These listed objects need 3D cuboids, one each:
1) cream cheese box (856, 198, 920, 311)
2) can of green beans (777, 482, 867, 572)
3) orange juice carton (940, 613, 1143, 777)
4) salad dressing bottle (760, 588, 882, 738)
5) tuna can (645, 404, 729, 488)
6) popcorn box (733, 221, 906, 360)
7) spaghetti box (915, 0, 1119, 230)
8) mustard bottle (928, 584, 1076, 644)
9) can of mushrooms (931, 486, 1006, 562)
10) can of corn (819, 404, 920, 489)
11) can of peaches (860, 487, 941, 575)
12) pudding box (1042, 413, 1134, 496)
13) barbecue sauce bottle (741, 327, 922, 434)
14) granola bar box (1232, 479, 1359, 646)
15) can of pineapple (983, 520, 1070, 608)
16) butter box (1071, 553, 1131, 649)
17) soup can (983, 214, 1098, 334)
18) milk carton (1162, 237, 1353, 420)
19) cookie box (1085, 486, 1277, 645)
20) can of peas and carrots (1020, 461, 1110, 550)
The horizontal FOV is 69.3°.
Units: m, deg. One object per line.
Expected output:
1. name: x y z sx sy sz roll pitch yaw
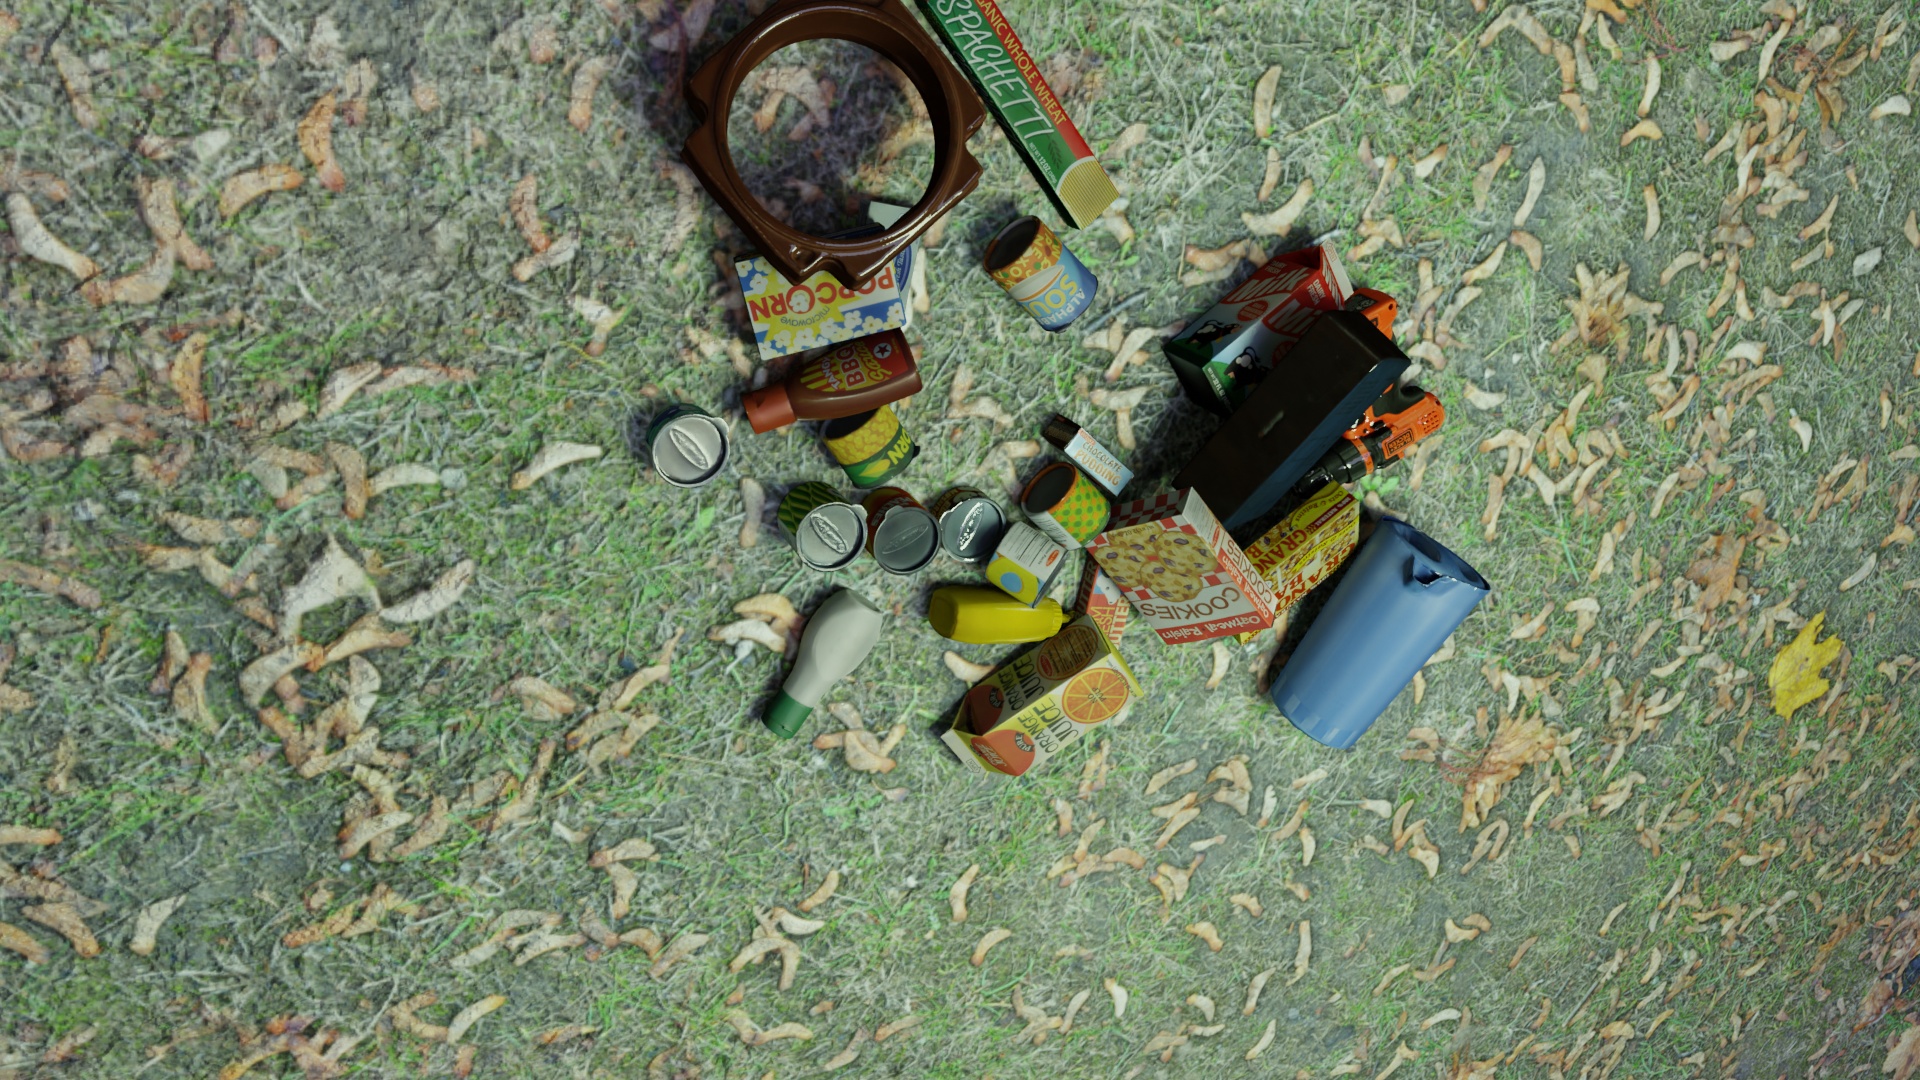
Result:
1. cream cheese box: -0.067 -0.236 1.187 0.053 0.024 0.103 5 109 -25
2. can of green beans: -0.123 -0.013 1.235 0.071 0.058 0.071 -10 115 -21
3. orange juice carton: 0.076 0.164 1.383 0.192 0.073 0.071 -34 123 7
4. salad dressing bottle: -0.131 0.116 1.295 0.064 0.044 0.147 31 97 -34
5. tuna can: -0.229 -0.082 1.170 0.071 0.033 0.070 -10 115 -22
6. popcorn box: -0.115 -0.206 1.148 0.127 0.038 0.085 -15 111 -4
7. spaghetti box: 0.052 -0.373 1.183 0.050 0.029 0.249 -44 123 -4
8. mustard bottle: 0.049 0.074 1.352 0.160 0.065 0.048 5 106 -32
9. can of mushrooms: 0.005 -0.016 1.309 0.071 0.033 0.070 -10 116 -21
10. can of corn: -0.079 -0.088 1.217 0.071 0.071 0.058 -38 121 -7
11. can of peaches: -0.059 -0.011 1.266 0.071 0.058 0.071 -9 115 -21
12. pudding box: 0.122 -0.081 1.327 0.083 0.050 0.030 38 91 -32
13. barbecue sauce bottle: -0.111 -0.132 1.185 0.149 0.065 0.043 -20 150 -2
14. granola bar box: 0.342 0.025 1.454 0.166 0.039 0.123 -38 150 -6
15. can of pineapple: 0.062 0.024 1.319 0.058 0.071 0.071 32 97 8
16. butter box: 0.145 0.065 1.415 0.053 0.024 0.103 4 109 -27
17. soup can: 0.071 -0.234 1.226 0.083 0.071 0.071 39 92 -32
18. milk carton: 0.299 -0.209 1.343 0.191 0.073 0.072 -39 123 -6
19. cookie box: 0.212 0.030 1.347 0.167 0.122 0.040 48 48 -28
20. can of peas and carrots: 0.102 -0.035 1.328 0.071 0.071 0.058 -48 122 0
